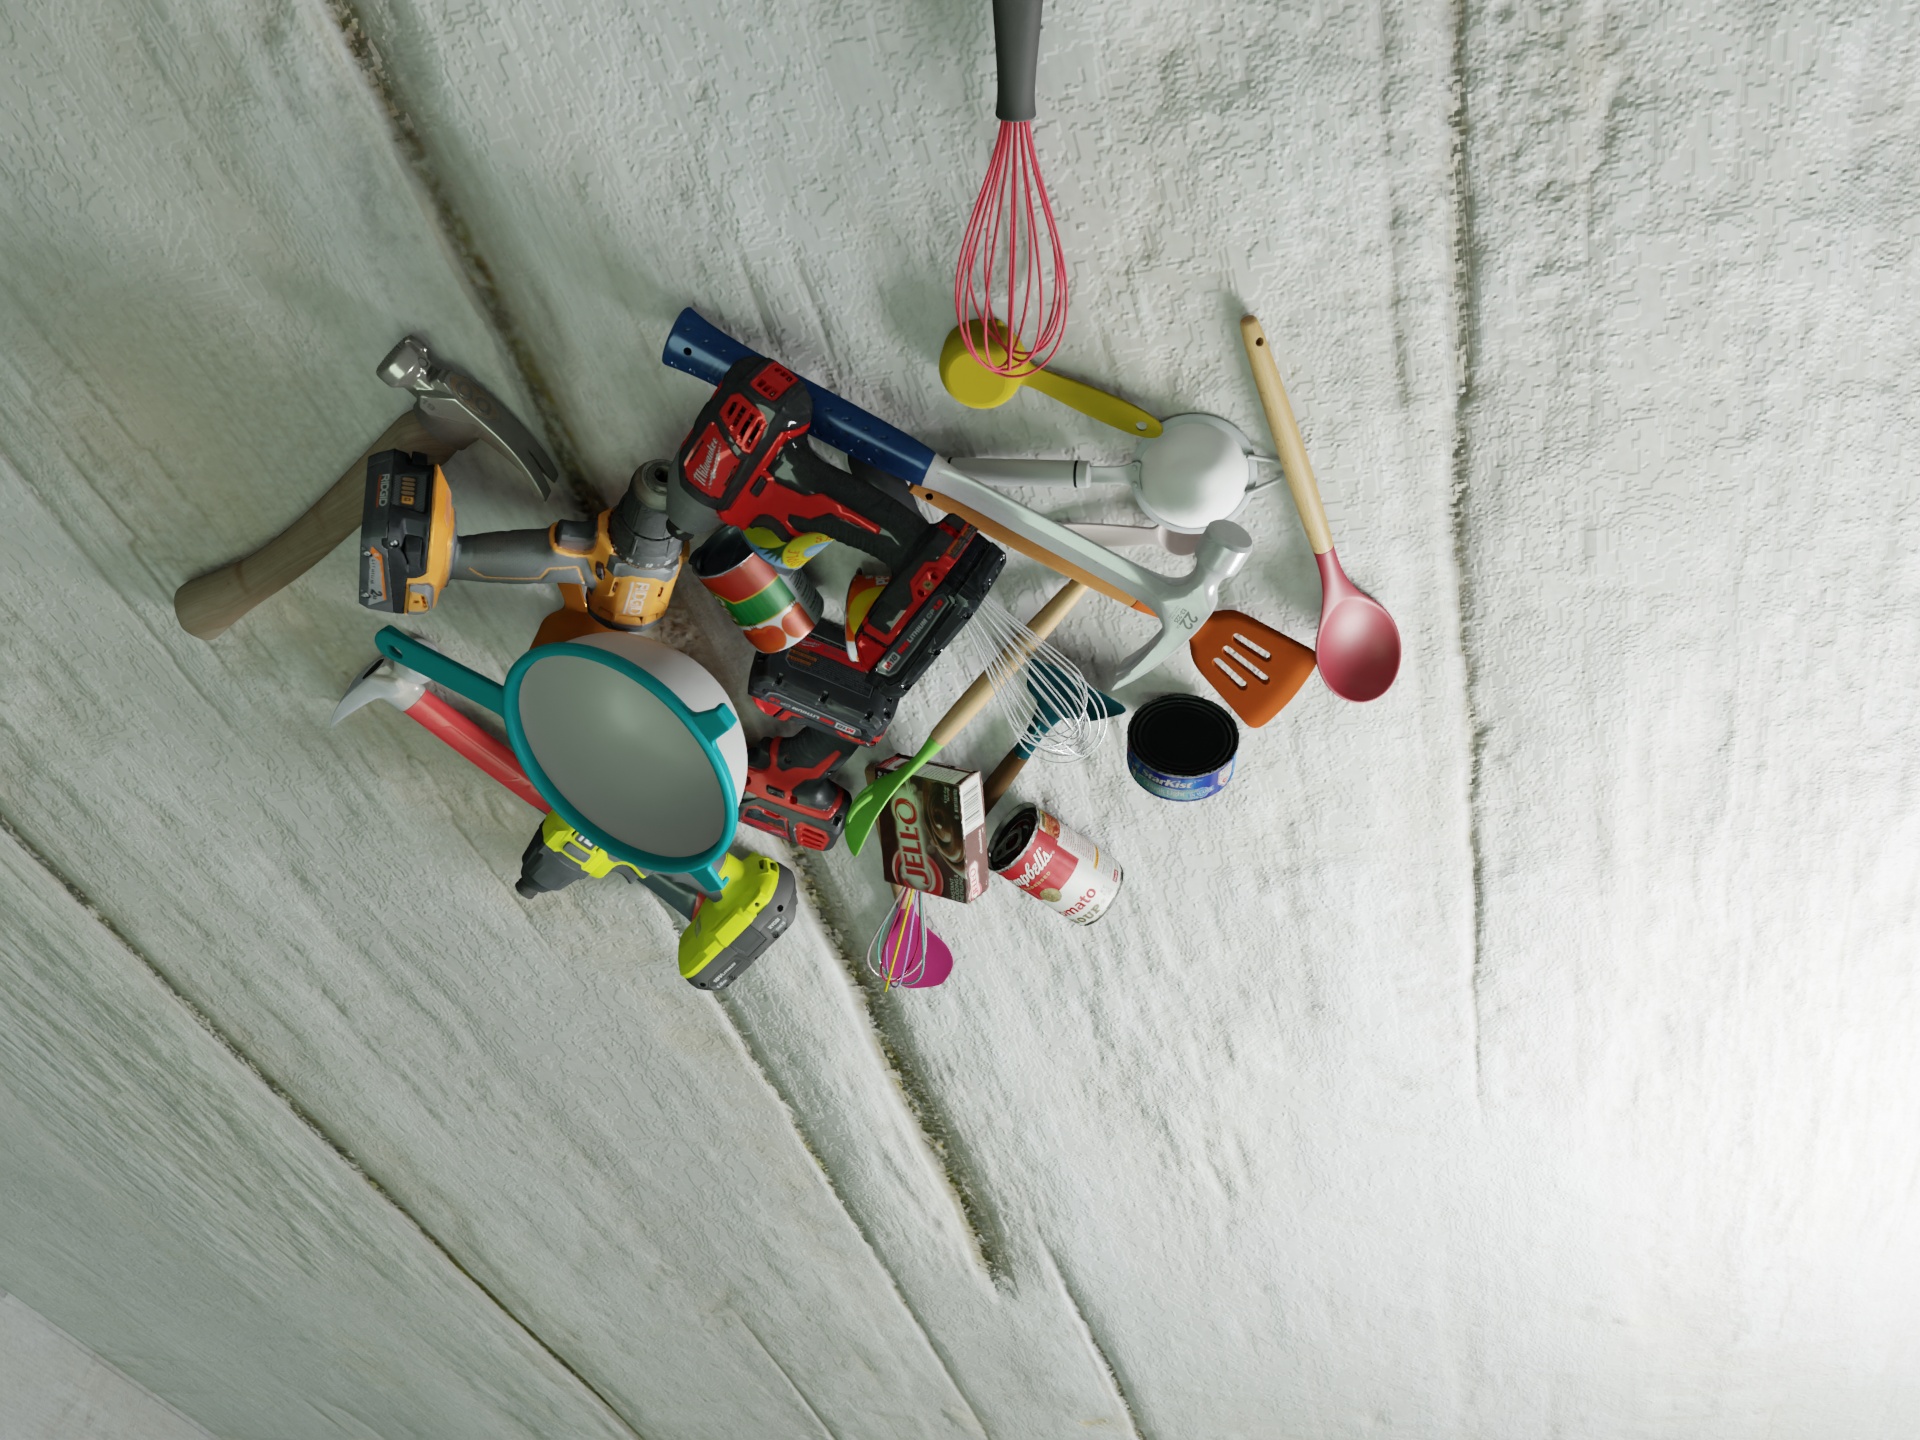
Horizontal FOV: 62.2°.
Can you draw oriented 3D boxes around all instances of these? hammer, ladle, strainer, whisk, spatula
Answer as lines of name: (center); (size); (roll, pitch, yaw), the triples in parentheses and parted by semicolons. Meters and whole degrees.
hammer: (-0.491, -0.149, 1.251); (0.410, 0.038, 0.146); (-25, 126, 34)
ladle: (0.240, -0.137, 1.085); (0.069, 0.031, 0.315); (-34, 125, -9)
strainer: (0.091, -0.166, 1.088); (0.258, 0.050, 0.086); (4, 120, 15)
hammer: (-0.014, -0.159, 1.075); (0.405, 0.035, 0.144); (28, 127, -2)
hammer: (-0.387, 0.076, 1.457); (0.143, 0.038, 0.386); (-26, 124, 36)
whisk: (0.008, -0.083, 1.147); (0.070, 0.070, 0.284); (-29, 105, 36)
whisk: (0.031, -0.331, 0.921); (0.073, 0.073, 0.295); (6, 130, 7)
spatula: (0.036, 0.047, 1.319); (0.082, 0.044, 0.317); (28, 137, -6)
spatula: (0.106, -0.094, 1.145); (0.322, 0.041, 0.081); (25, 124, -16)
strainer: (-0.296, -0.017, 1.241); (0.340, 0.095, 0.210); (25, 135, 16)
whisk: (-0.042, 0.153, 1.423); (0.051, 0.047, 0.244); (31, 128, 23)

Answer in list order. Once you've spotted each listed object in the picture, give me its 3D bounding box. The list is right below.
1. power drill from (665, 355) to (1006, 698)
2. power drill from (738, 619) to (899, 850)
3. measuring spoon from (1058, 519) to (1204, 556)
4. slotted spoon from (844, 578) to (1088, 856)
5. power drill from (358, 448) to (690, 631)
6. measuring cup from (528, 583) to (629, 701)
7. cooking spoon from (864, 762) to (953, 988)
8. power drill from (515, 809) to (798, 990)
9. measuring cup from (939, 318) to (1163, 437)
power drill: (-0.092, -0.124, 1.056); (0.219, 0.079, 0.143); (38, 124, -6)
power drill: (-0.158, 0.011, 1.309); (0.188, 0.080, 0.226); (22, 139, -9)
measuring spoon: (0.114, -0.136, 1.135); (0.124, 0.018, 0.034); (3, 132, 20)
slotted spoon: (-0.002, -0.004, 1.239); (0.031, 0.070, 0.313); (37, 117, -11)
power drill: (-0.307, -0.134, 1.136); (0.226, 0.084, 0.185); (5, 154, -20)
measuring cup: (-0.315, -0.071, 1.274); (0.095, 0.052, 0.173); (5, 138, 9)
cooking spoon: (-0.056, 0.152, 1.469); (0.069, 0.017, 0.318); (-7, 135, 3)
power drill: (-0.273, 0.141, 1.436); (0.223, 0.080, 0.171); (39, 104, -26)
measuring cup: (0.059, -0.213, 1.045); (0.156, 0.029, 0.062); (22, 136, -1)
